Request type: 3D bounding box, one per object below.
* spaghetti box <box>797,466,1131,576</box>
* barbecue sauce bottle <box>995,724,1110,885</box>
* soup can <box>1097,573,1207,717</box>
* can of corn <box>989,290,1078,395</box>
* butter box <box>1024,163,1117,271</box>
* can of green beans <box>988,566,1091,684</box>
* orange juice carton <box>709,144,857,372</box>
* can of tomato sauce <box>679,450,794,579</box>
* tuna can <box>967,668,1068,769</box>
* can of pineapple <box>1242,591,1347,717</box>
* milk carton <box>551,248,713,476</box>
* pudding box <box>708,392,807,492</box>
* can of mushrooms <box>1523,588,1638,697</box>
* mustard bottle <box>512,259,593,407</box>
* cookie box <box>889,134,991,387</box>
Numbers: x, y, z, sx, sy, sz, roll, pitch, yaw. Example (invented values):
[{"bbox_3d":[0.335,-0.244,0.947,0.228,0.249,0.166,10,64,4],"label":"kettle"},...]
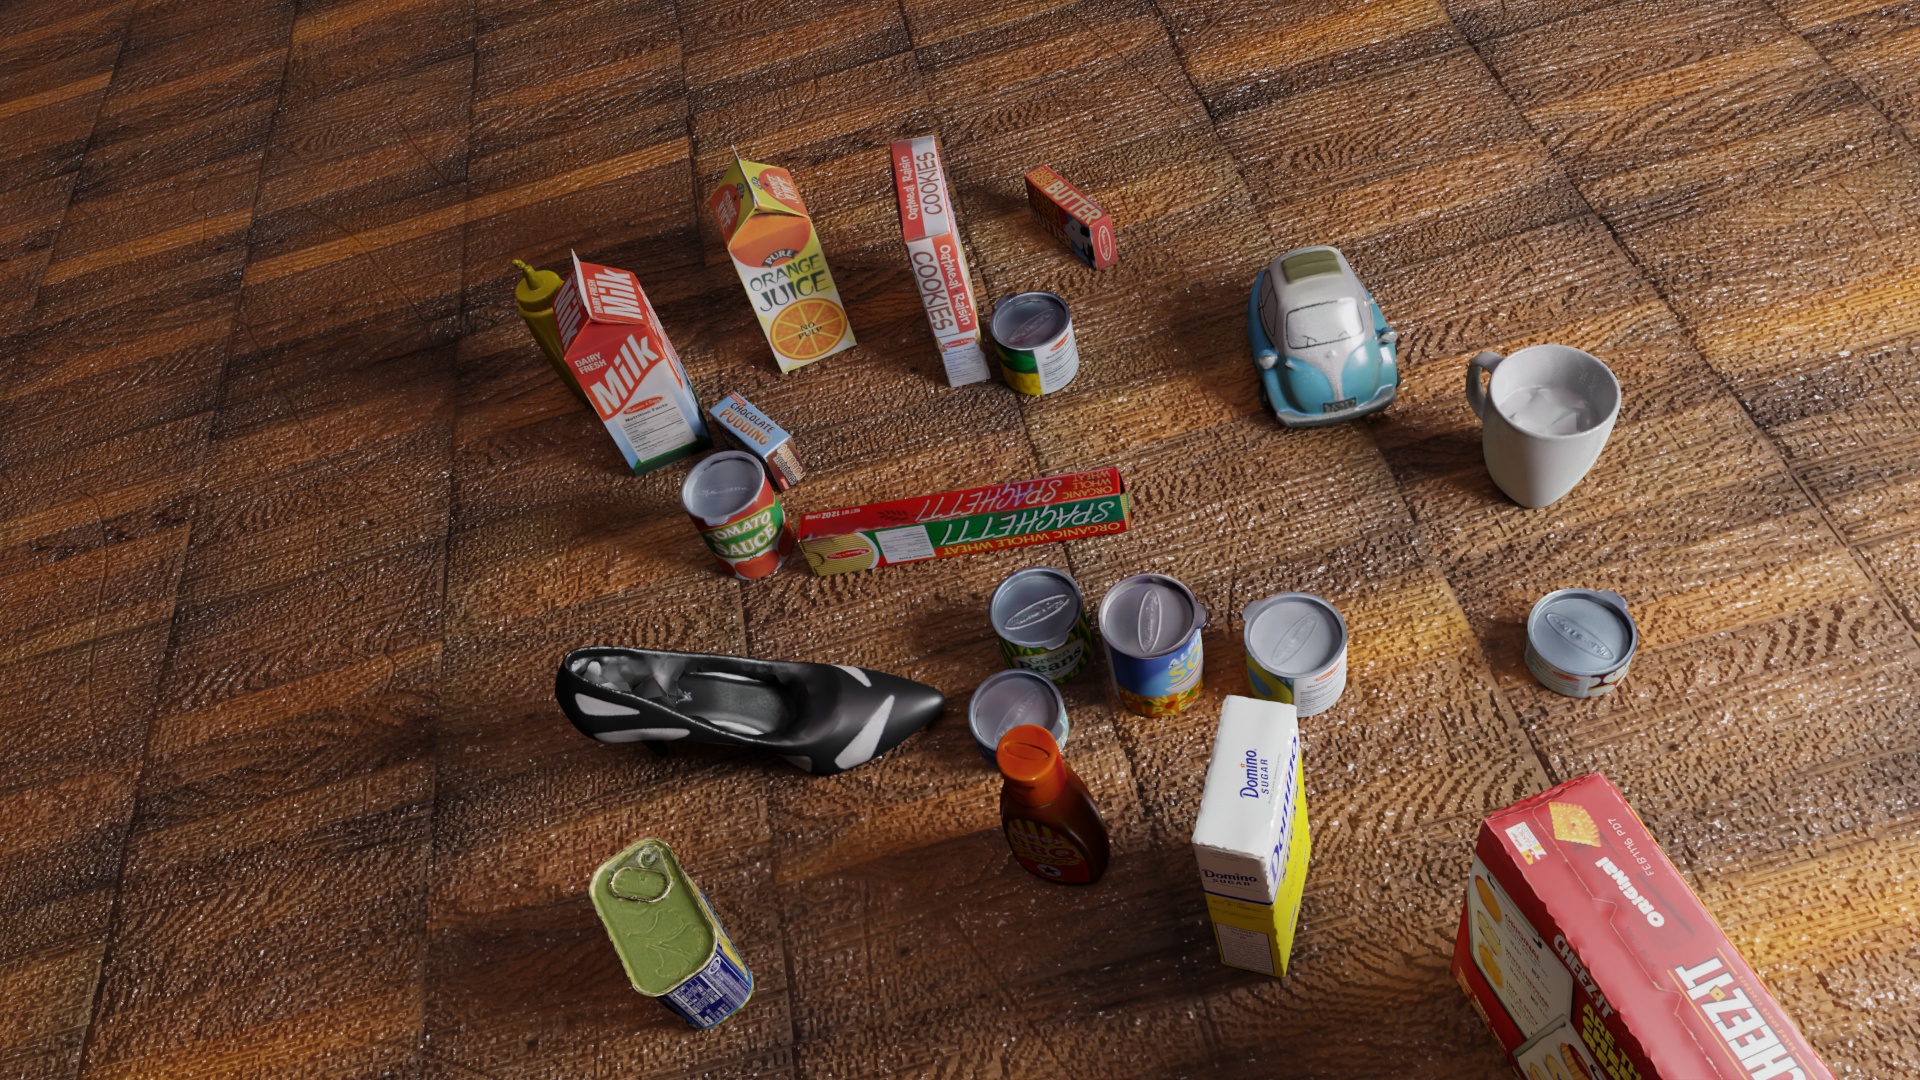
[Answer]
[{"bbox_3d":[0.004,-0.013,1.054,0.250,0.050,0.029,-8,53,8],"label":"spaghetti box"},{"bbox_3d":[0.052,0.162,0.850,0.065,0.148,0.044,10,58,21],"label":"barbecue sauce bottle"},{"bbox_3d":[0.133,0.072,0.938,0.071,0.083,0.072,-7,53,9],"label":"soup can"},{"bbox_3d":[0.060,-0.164,1.147,0.071,0.058,0.071,-7,53,9],"label":"can of corn"},{"bbox_3d":[0.097,-0.287,1.233,0.024,0.053,0.104,-33,53,-11],"label":"butter box"},{"bbox_3d":[0.057,0.061,0.981,0.071,0.057,0.071,-7,53,9],"label":"can of green beans"},{"bbox_3d":[-0.154,-0.239,1.171,0.073,0.191,0.072,-22,52,-2],"label":"orange juice carton"},{"bbox_3d":[-0.172,-0.017,1.080,0.071,0.082,0.071,-7,53,9],"label":"can of tomato sauce"},{"bbox_3d":[0.042,0.125,0.953,0.071,0.032,0.071,-7,53,9],"label":"tuna can"},{"bbox_3d":[0.223,0.076,0.929,0.071,0.057,0.071,-7,53,9],"label":"can of pineapple"},{"bbox_3d":[-0.273,-0.147,1.134,0.073,0.189,0.072,-23,52,-3],"label":"milk carton"},{"bbox_3d":[-0.167,-0.082,1.148,0.030,0.049,0.084,-41,55,-16],"label":"pudding box"},{"bbox_3d":[0.405,0.066,0.907,0.071,0.033,0.071,-7,53,9],"label":"can of mushrooms"},{"bbox_3d":[-0.343,-0.184,1.197,0.049,0.159,0.065,-41,55,-16],"label":"mustard bottle"},{"bbox_3d":[-0.017,-0.228,1.145,0.040,0.166,0.123,-13,52,5],"label":"cookie box"}]
